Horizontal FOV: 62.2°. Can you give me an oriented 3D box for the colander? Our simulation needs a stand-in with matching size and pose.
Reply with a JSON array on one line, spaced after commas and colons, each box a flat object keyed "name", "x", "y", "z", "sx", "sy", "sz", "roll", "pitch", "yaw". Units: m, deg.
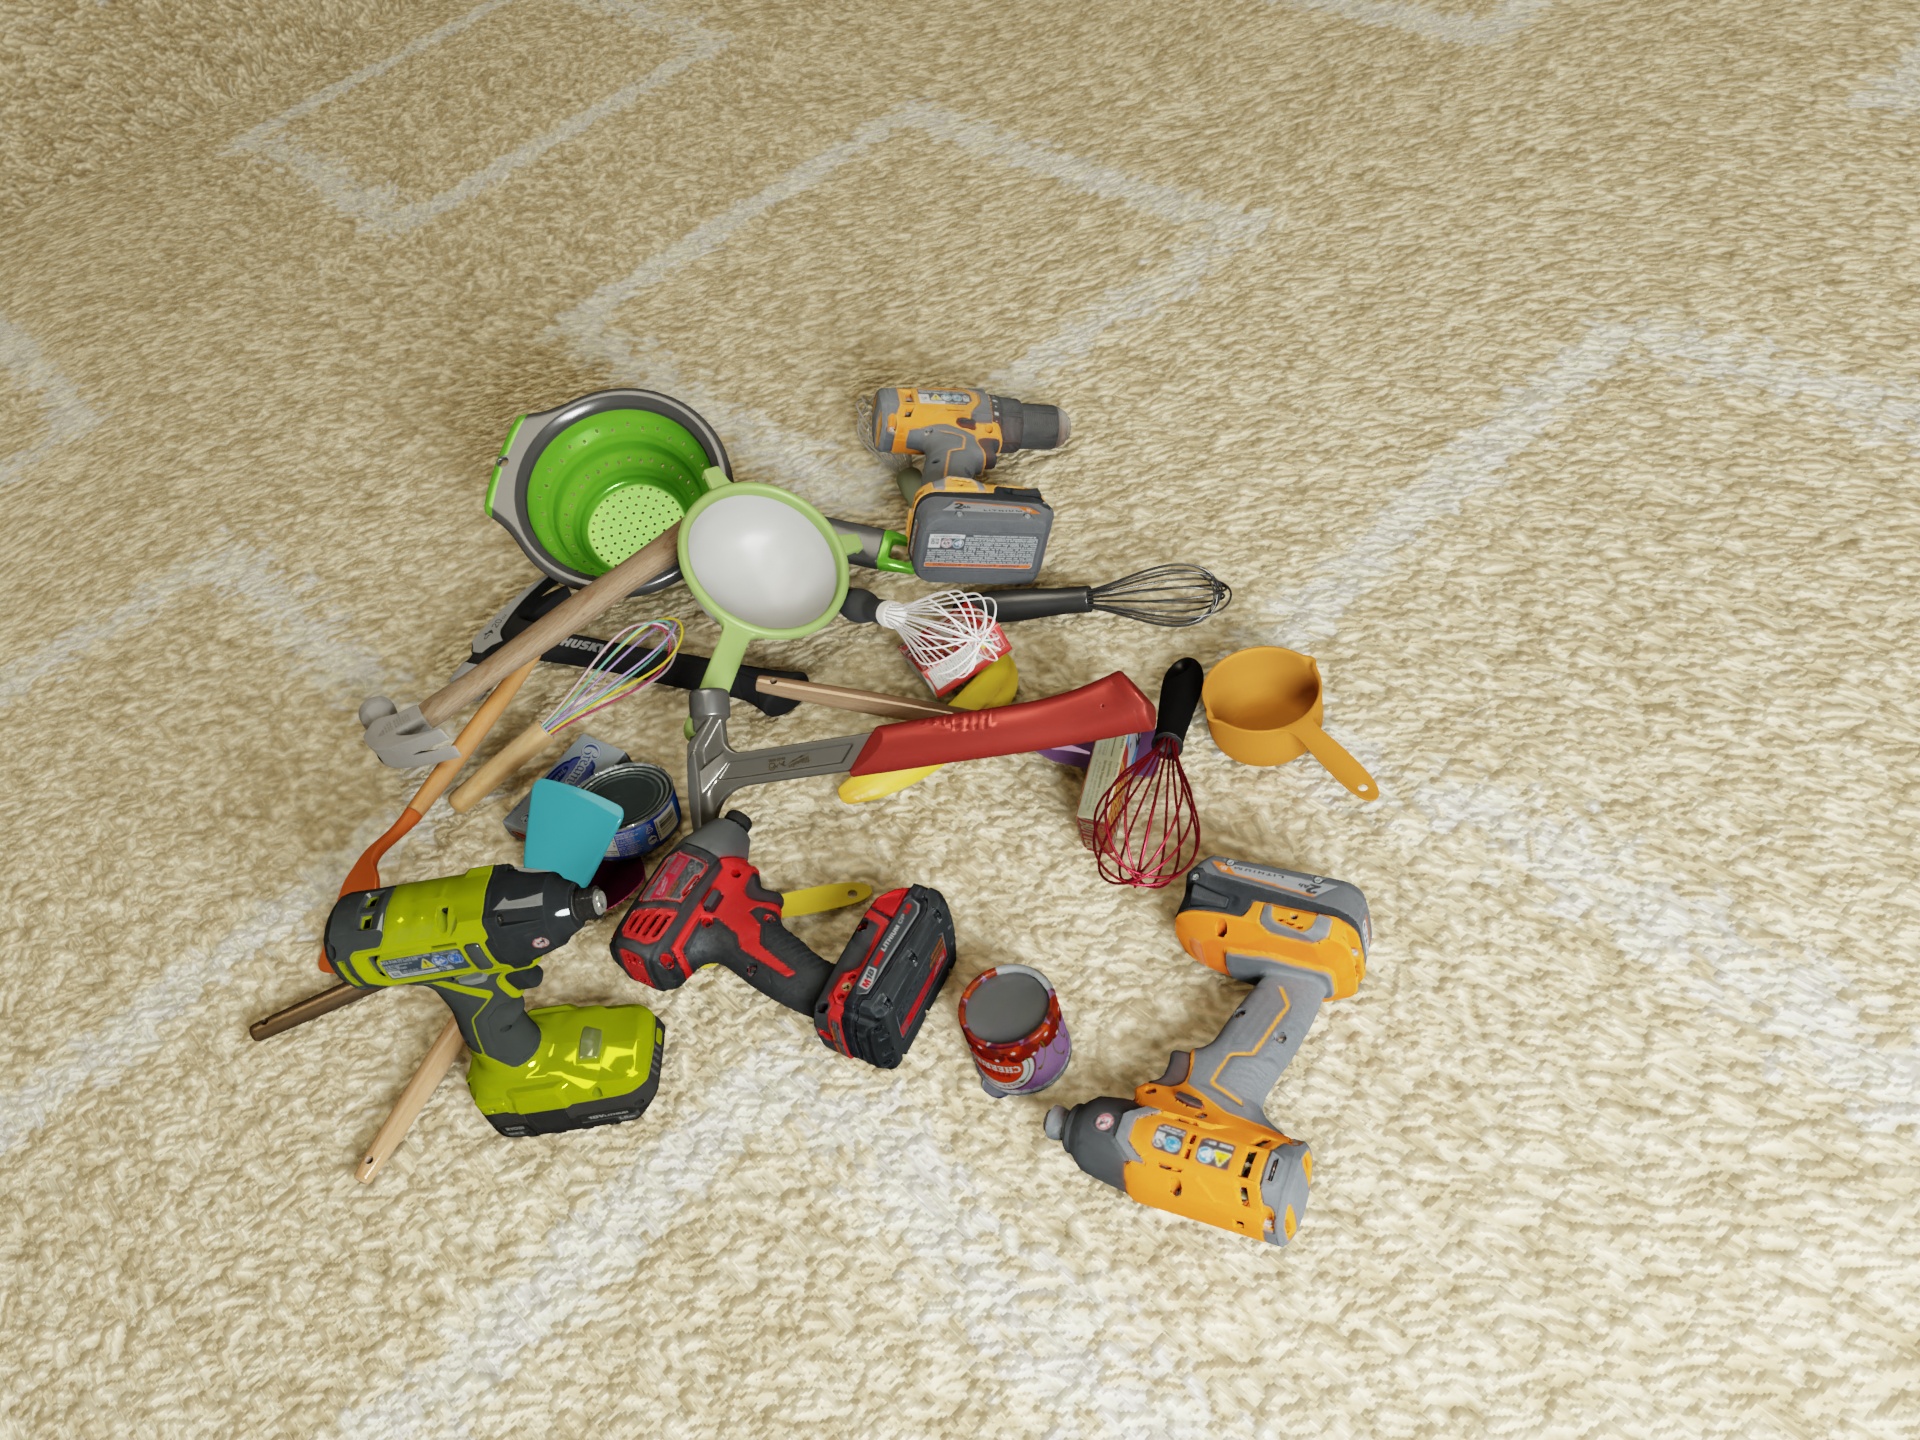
[{"name": "colander", "x": -0.229, "y": -0.178, "z": 1.468, "sx": 0.397, "sy": 0.094, "sz": 0.205, "roll": 13, "pitch": 73, "yaw": 4}]

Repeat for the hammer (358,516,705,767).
[{"name": "hammer", "x": -0.359, "y": -0.069, "z": 1.355, "sx": 0.331, "sy": 0.031, "sz": 0.130, "roll": -37, "pitch": 37, "yaw": -10}]

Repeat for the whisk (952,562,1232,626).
[{"name": "whisk", "x": 0.105, "y": -0.098, "z": 1.319, "sx": 0.239, "sy": 0.055, "sz": 0.055, "roll": -3, "pitch": 47, "yaw": 20}]

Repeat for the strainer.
[{"name": "strainer", "x": -0.188, "y": -0.081, "z": 1.335, "sx": 0.151, "sy": 0.069, "sz": 0.257, "roll": 25, "pitch": 58, "yaw": -14}]

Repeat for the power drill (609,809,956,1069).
[{"name": "power drill", "x": -0.121, "y": 0.144, "z": 1.112, "sx": 0.220, "sy": 0.078, "sz": 0.143, "roll": 17, "pitch": 54, "yaw": 20}]

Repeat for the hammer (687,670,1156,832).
[{"name": "hammer", "x": -0.034, "y": 0.027, "z": 1.167, "sx": 0.359, "sy": 0.036, "sz": 0.149, "roll": -8, "pitch": 82, "yaw": 17}]

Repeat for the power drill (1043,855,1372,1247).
[{"name": "power drill", "x": 0.157, "y": 0.200, "z": 0.996, "sx": 0.164, "sy": 0.084, "sz": 0.227, "roll": 9, "pitch": 55, "yaw": 27}]

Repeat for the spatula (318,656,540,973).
[{"name": "spatula", "x": -0.429, "y": 0.064, "z": 1.307, "sx": 0.081, "sy": 0.041, "sz": 0.323, "roll": -12, "pitch": 40, "yaw": 42}]

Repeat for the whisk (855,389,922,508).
[{"name": "whisk", "x": -0.052, "y": -0.233, "z": 1.494, "sx": 0.059, "sy": 0.057, "sz": 0.247, "roll": -42, "pitch": 45, "yaw": 20}]

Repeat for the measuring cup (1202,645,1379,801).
[{"name": "measuring cup", "x": 0.247, "y": 0.017, "z": 1.160, "sx": 0.095, "sy": 0.052, "sz": 0.174, "roll": -29, "pitch": 48, "yaw": -11}]

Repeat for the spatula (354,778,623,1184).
[{"name": "spatula", "x": -0.353, "y": 0.189, "z": 1.167, "sx": 0.082, "sy": 0.044, "sz": 0.318, "roll": 18, "pitch": 60, "yaw": 17}]

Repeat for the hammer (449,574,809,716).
[{"name": "hammer", "x": -0.281, "y": -0.055, "z": 1.398, "sx": 0.335, "sy": 0.035, "sz": 0.146, "roll": 10, "pitch": 52, "yaw": 25}]

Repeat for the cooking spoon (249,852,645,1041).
[{"name": "cooking spoon", "x": -0.393, "y": 0.175, "z": 1.226, "sx": 0.319, "sy": 0.017, "sz": 0.069, "roll": -24, "pitch": 48, "yaw": -7}]

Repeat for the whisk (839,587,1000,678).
[{"name": "whisk", "x": -0.042, "y": -0.083, "z": 1.279, "sx": 0.070, "sy": 0.070, "sz": 0.285, "roll": -34, "pitch": 22, "yaw": -15}]

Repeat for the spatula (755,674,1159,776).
[{"name": "spatula", "x": -0.002, "y": -0.004, "z": 1.224, "sx": 0.316, "sy": 0.018, "sz": 0.060, "roll": 9, "pitch": 56, "yaw": 3}]

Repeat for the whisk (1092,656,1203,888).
[{"name": "whisk", "x": 0.145, "y": 0.028, "z": 1.138, "sx": 0.073, "sy": 0.073, "sz": 0.296, "roll": -1, "pitch": 30, "yaw": 16}]

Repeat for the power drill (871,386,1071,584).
[{"name": "power drill", "x": 0.024, "y": -0.219, "z": 1.418, "sx": 0.185, "sy": 0.084, "sz": 0.226, "roll": 0, "pitch": 44, "yaw": -13}]

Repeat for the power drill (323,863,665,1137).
[{"name": "power drill", "x": -0.285, "y": 0.181, "z": 1.043, "sx": 0.171, "sy": 0.223, "sz": 0.080, "roll": -10, "pitch": 46, "yaw": 8}]

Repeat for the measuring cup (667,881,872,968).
[{"name": "measuring cup", "x": -0.142, "y": 0.147, "z": 1.178, "sx": 0.156, "sy": 0.029, "sz": 0.062, "roll": -10, "pitch": 50, "yaw": -8}]

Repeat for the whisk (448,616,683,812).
[{"name": "whisk", "x": -0.329, "y": -0.004, "z": 1.330, "sx": 0.245, "sy": 0.051, "sz": 0.047, "roll": -40, "pitch": 79, "yaw": 0}]
